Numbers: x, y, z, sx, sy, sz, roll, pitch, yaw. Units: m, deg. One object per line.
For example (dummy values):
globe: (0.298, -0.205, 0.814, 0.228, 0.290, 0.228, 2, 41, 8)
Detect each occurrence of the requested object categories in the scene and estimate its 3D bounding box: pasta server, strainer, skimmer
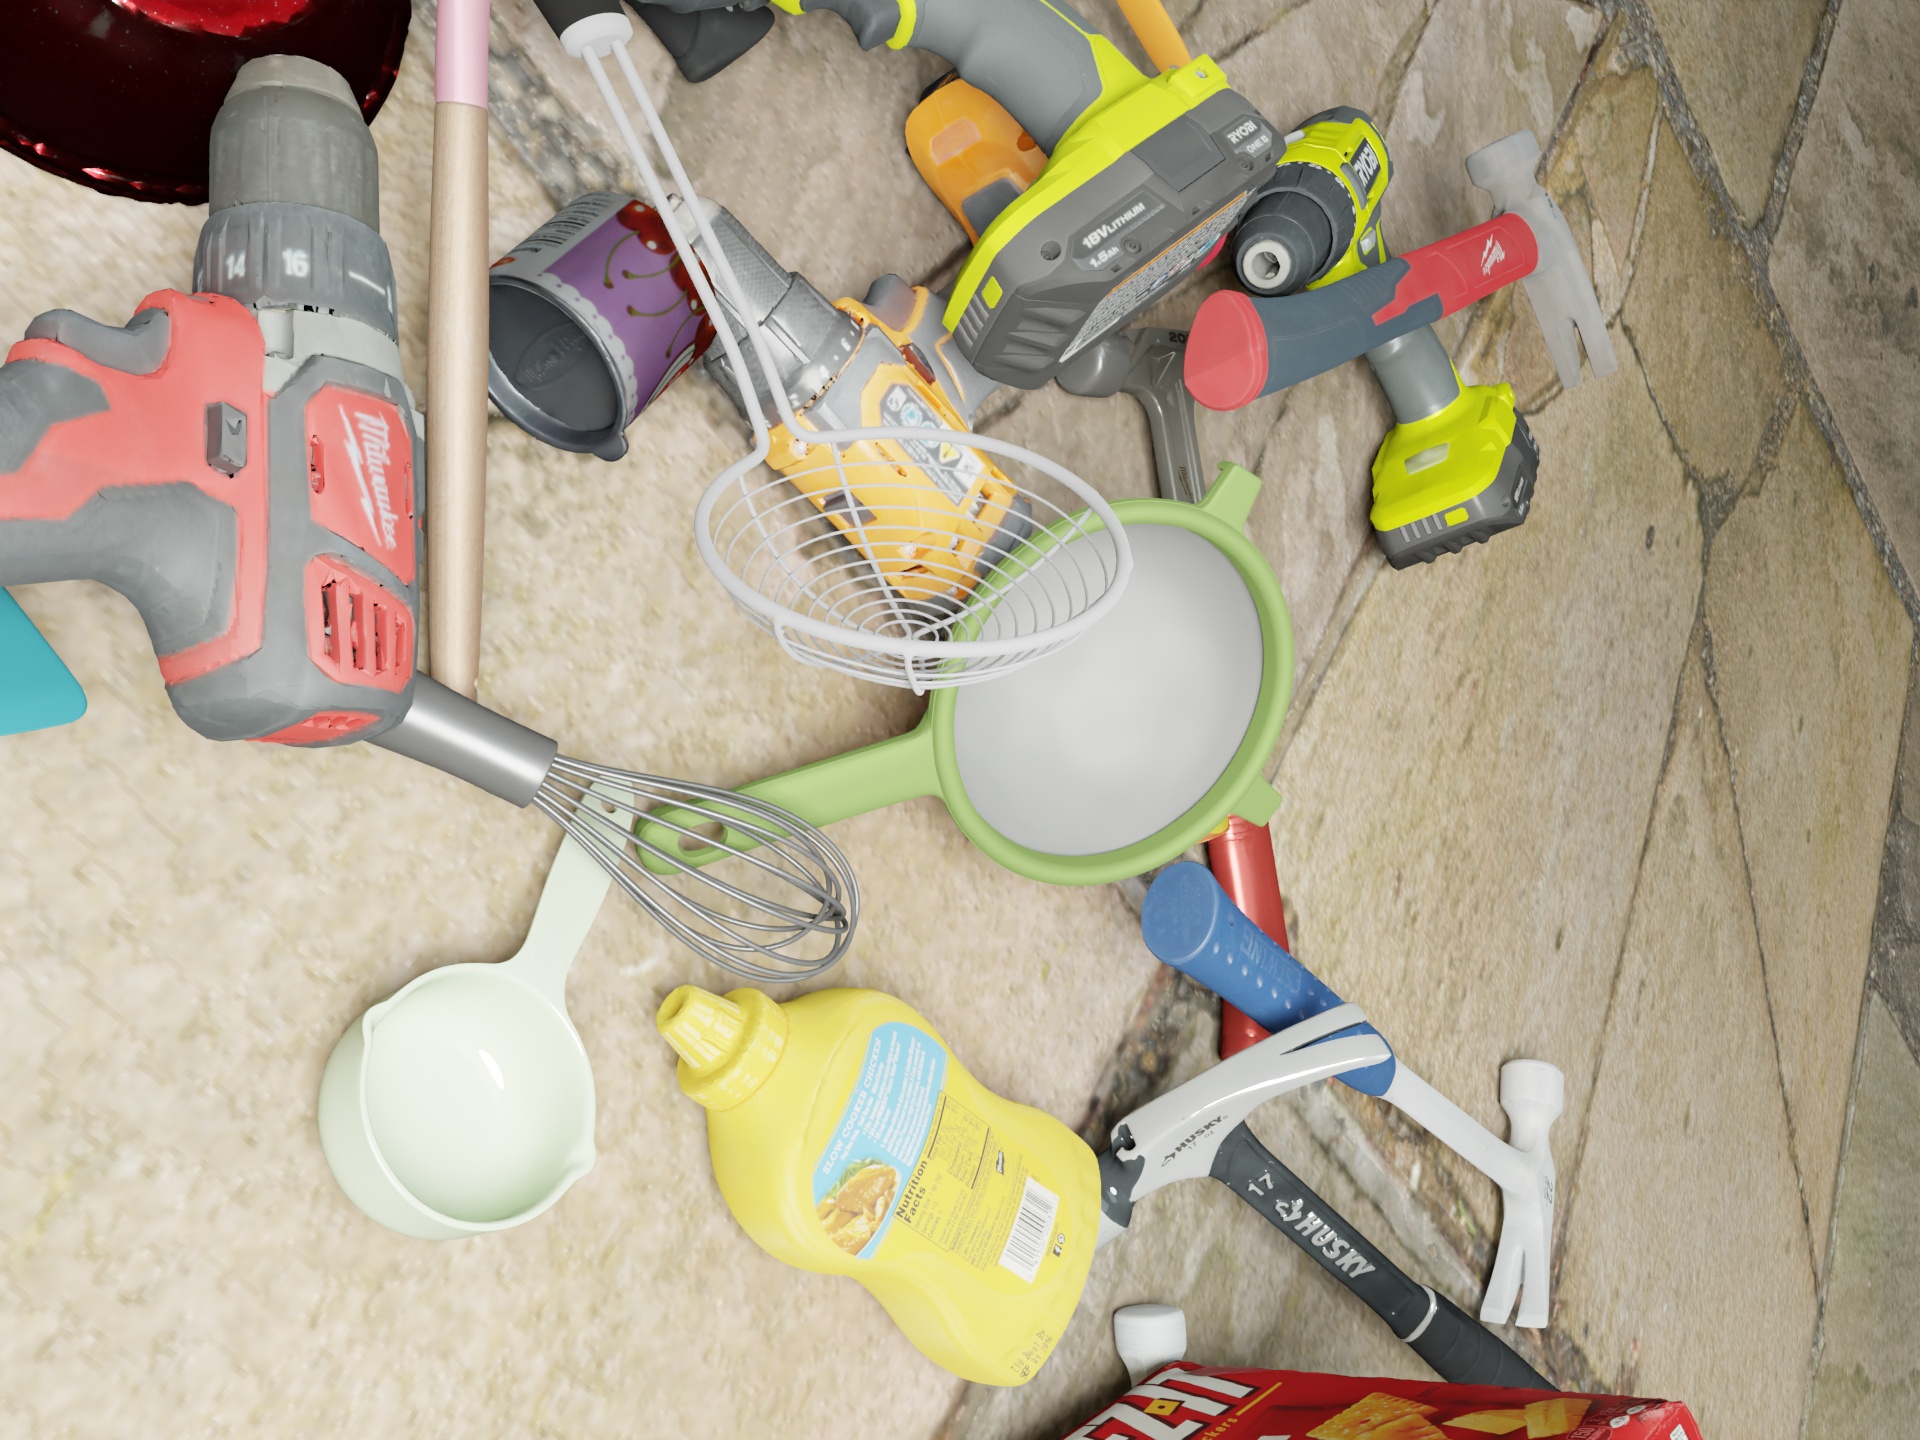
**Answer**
pasta server: (-0.157, -0.155, 0.474, 0.060, 0.040, 0.316, -82, 176, -80)
strainer: (-0.001, -0.002, 0.594, 0.256, 0.069, 0.151, -18, 117, -16)
skimmer: (-0.073, -0.171, 0.477, 0.127, 0.090, 0.363, -24, 86, -35)

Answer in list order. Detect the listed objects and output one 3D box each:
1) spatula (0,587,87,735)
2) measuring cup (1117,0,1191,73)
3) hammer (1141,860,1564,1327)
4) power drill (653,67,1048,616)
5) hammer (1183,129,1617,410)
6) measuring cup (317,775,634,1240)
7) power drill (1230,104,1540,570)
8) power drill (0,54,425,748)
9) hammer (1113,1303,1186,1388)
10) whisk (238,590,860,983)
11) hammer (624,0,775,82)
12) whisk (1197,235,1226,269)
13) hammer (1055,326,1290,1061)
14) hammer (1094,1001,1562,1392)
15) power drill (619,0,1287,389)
spatula: (-0.290, -0.145, 0.389, 0.082, 0.044, 0.317, -8, 85, -51)
measuring cup: (0.052, -0.346, 0.730, 0.173, 0.095, 0.052, 46, 62, -31)
hammer: (0.201, 0.173, 0.745, 0.405, 0.035, 0.144, 38, 54, -42)
power drill: (-0.016, -0.181, 0.636, 0.185, 0.084, 0.226, 44, 59, -26)
hammer: (0.221, -0.191, 0.759, 0.386, 0.038, 0.143, -32, 100, -46)
measuring cup: (-0.141, 0.081, 0.494, 0.083, 0.038, 0.168, 43, 38, -26)
power drill: (0.219, -0.200, 0.843, 0.228, 0.080, 0.191, 56, 36, -18)
power drill: (-0.222, -0.095, 0.361, 0.226, 0.080, 0.188, 10, 73, -55)
hammer: (-0.027, 0.300, 0.547, 0.330, 0.033, 0.128, 3, 78, -43)
whisk: (-0.132, 0.019, 0.486, 0.238, 0.055, 0.055, 29, 61, -21)
hammer: (-0.197, -0.331, 0.525, 0.334, 0.035, 0.146, 29, 62, -36)
whisk: (0.018, -0.310, 0.709, 0.295, 0.073, 0.073, 40, 56, -24)
hammer: (0.128, -0.009, 0.760, 0.149, 0.037, 0.359, -3, 83, -44)
hammer: (0.204, 0.262, 0.733, 0.408, 0.149, 0.036, 44, 13, -35)
power drill: (-0.010, -0.236, 0.564, 0.171, 0.080, 0.223, -40, 87, -25)
